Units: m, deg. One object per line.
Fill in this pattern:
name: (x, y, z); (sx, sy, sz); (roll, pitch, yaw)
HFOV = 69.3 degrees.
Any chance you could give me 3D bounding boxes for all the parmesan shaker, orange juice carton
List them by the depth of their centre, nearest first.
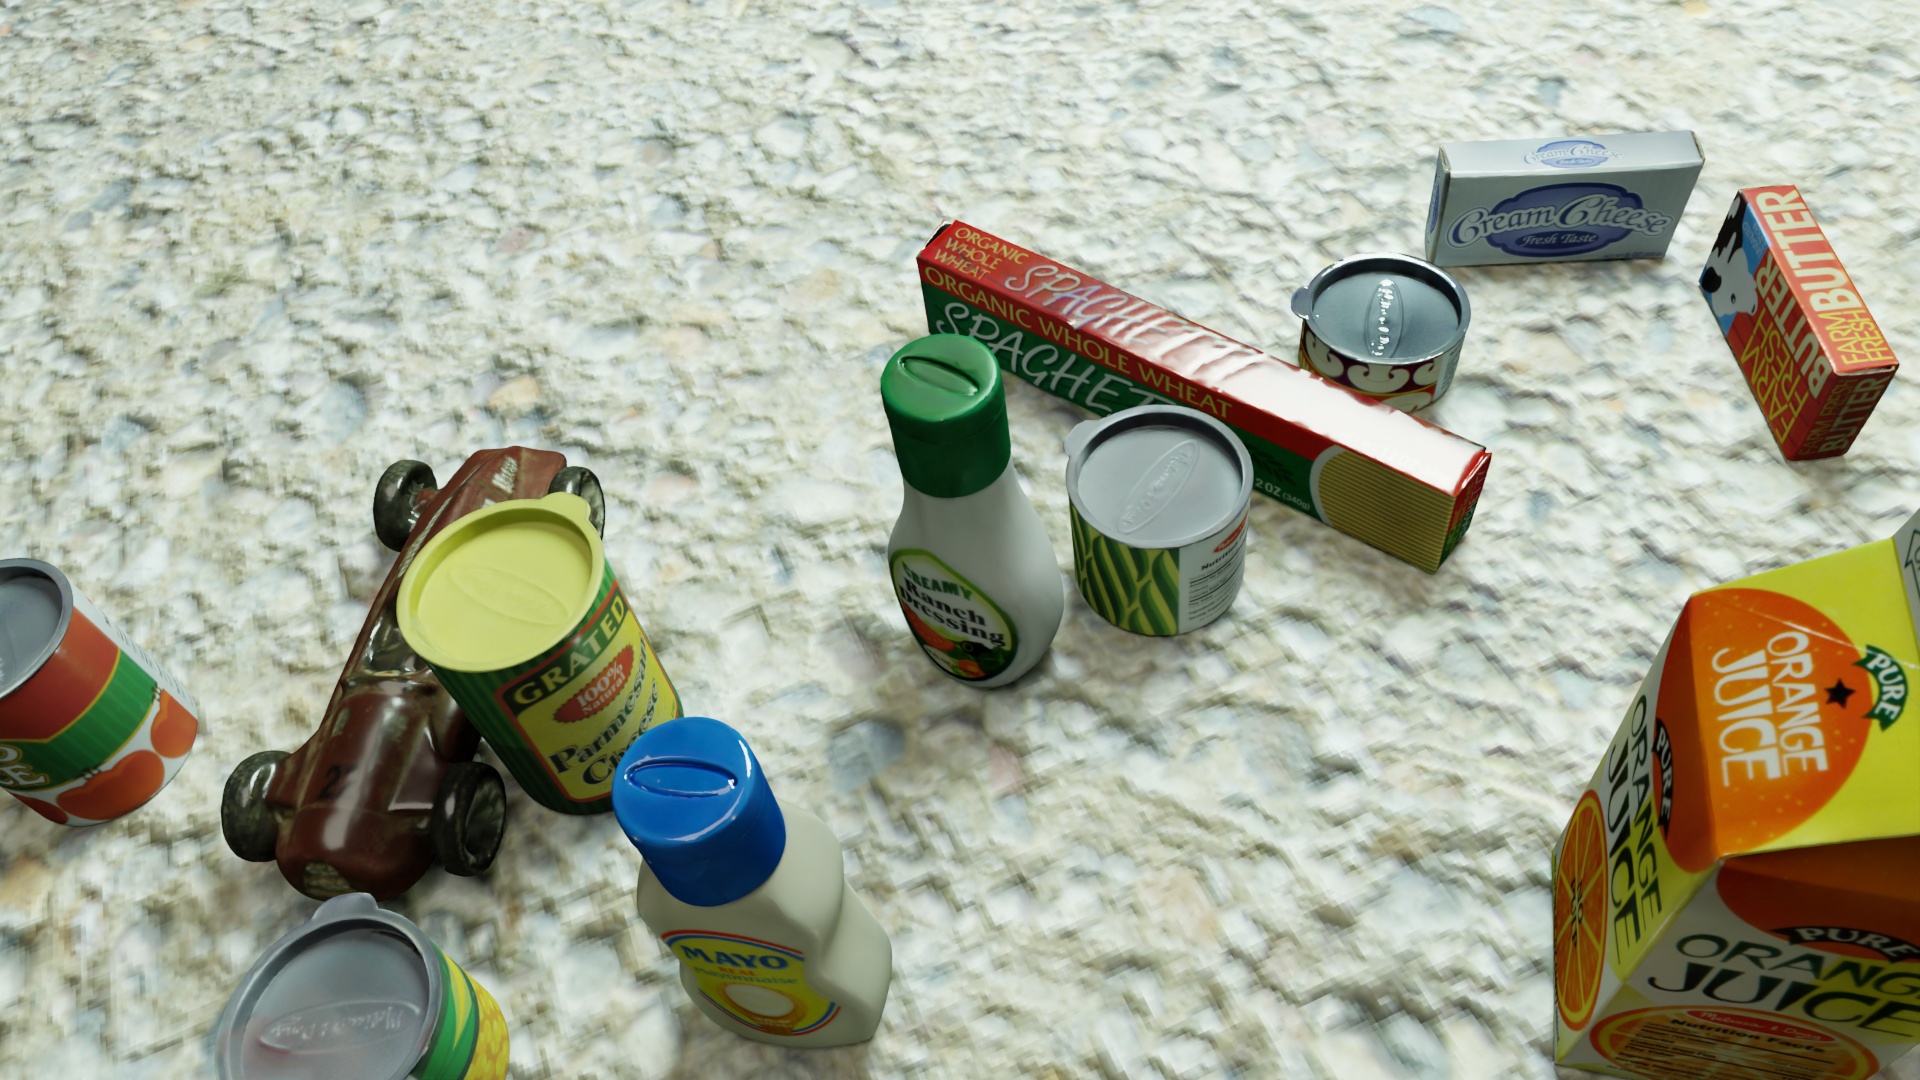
orange juice carton: (0.207, 0.076, 0.349); (0.073, 0.191, 0.072); (7, 55, 13)
parmesan shaker: (-0.138, 0.041, 0.478); (0.071, 0.102, 0.071); (-4, 53, 5)

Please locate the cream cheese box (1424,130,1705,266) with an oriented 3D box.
cream cheese box: (0.257, -0.146, 0.599); (0.104, 0.053, 0.024); (-1, 53, 7)

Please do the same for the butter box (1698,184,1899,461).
butter box: (0.325, -0.086, 0.544); (0.024, 0.053, 0.104); (-5, 53, 5)

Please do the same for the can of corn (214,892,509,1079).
can of corn: (-0.181, 0.153, 0.427); (0.071, 0.058, 0.071); (-4, 53, 5)

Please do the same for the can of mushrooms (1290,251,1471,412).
can of mushrooms: (0.172, -0.086, 0.577); (0.071, 0.033, 0.071); (-4, 53, 5)

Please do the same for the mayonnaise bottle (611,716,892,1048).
mayonnaise bottle: (-0.060, 0.102, 0.394); (0.065, 0.147, 0.041); (3, 54, 10)

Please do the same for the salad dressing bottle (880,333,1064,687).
salad dressing bottle: (0.002, -0.006, 0.467); (0.064, 0.147, 0.044); (25, 60, 24)

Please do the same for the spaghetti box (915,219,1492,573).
spaghetti box: (0.086, -0.064, 0.561); (0.250, 0.050, 0.029); (29, 62, 26)

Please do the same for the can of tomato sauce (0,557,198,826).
can of tomato sauce: (-0.333, 0.058, 0.505); (0.071, 0.082, 0.071); (-4, 53, 5)

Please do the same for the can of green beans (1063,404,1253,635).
can of green beans: (0.073, -0.007, 0.515); (0.071, 0.057, 0.071); (-4, 53, 5)
